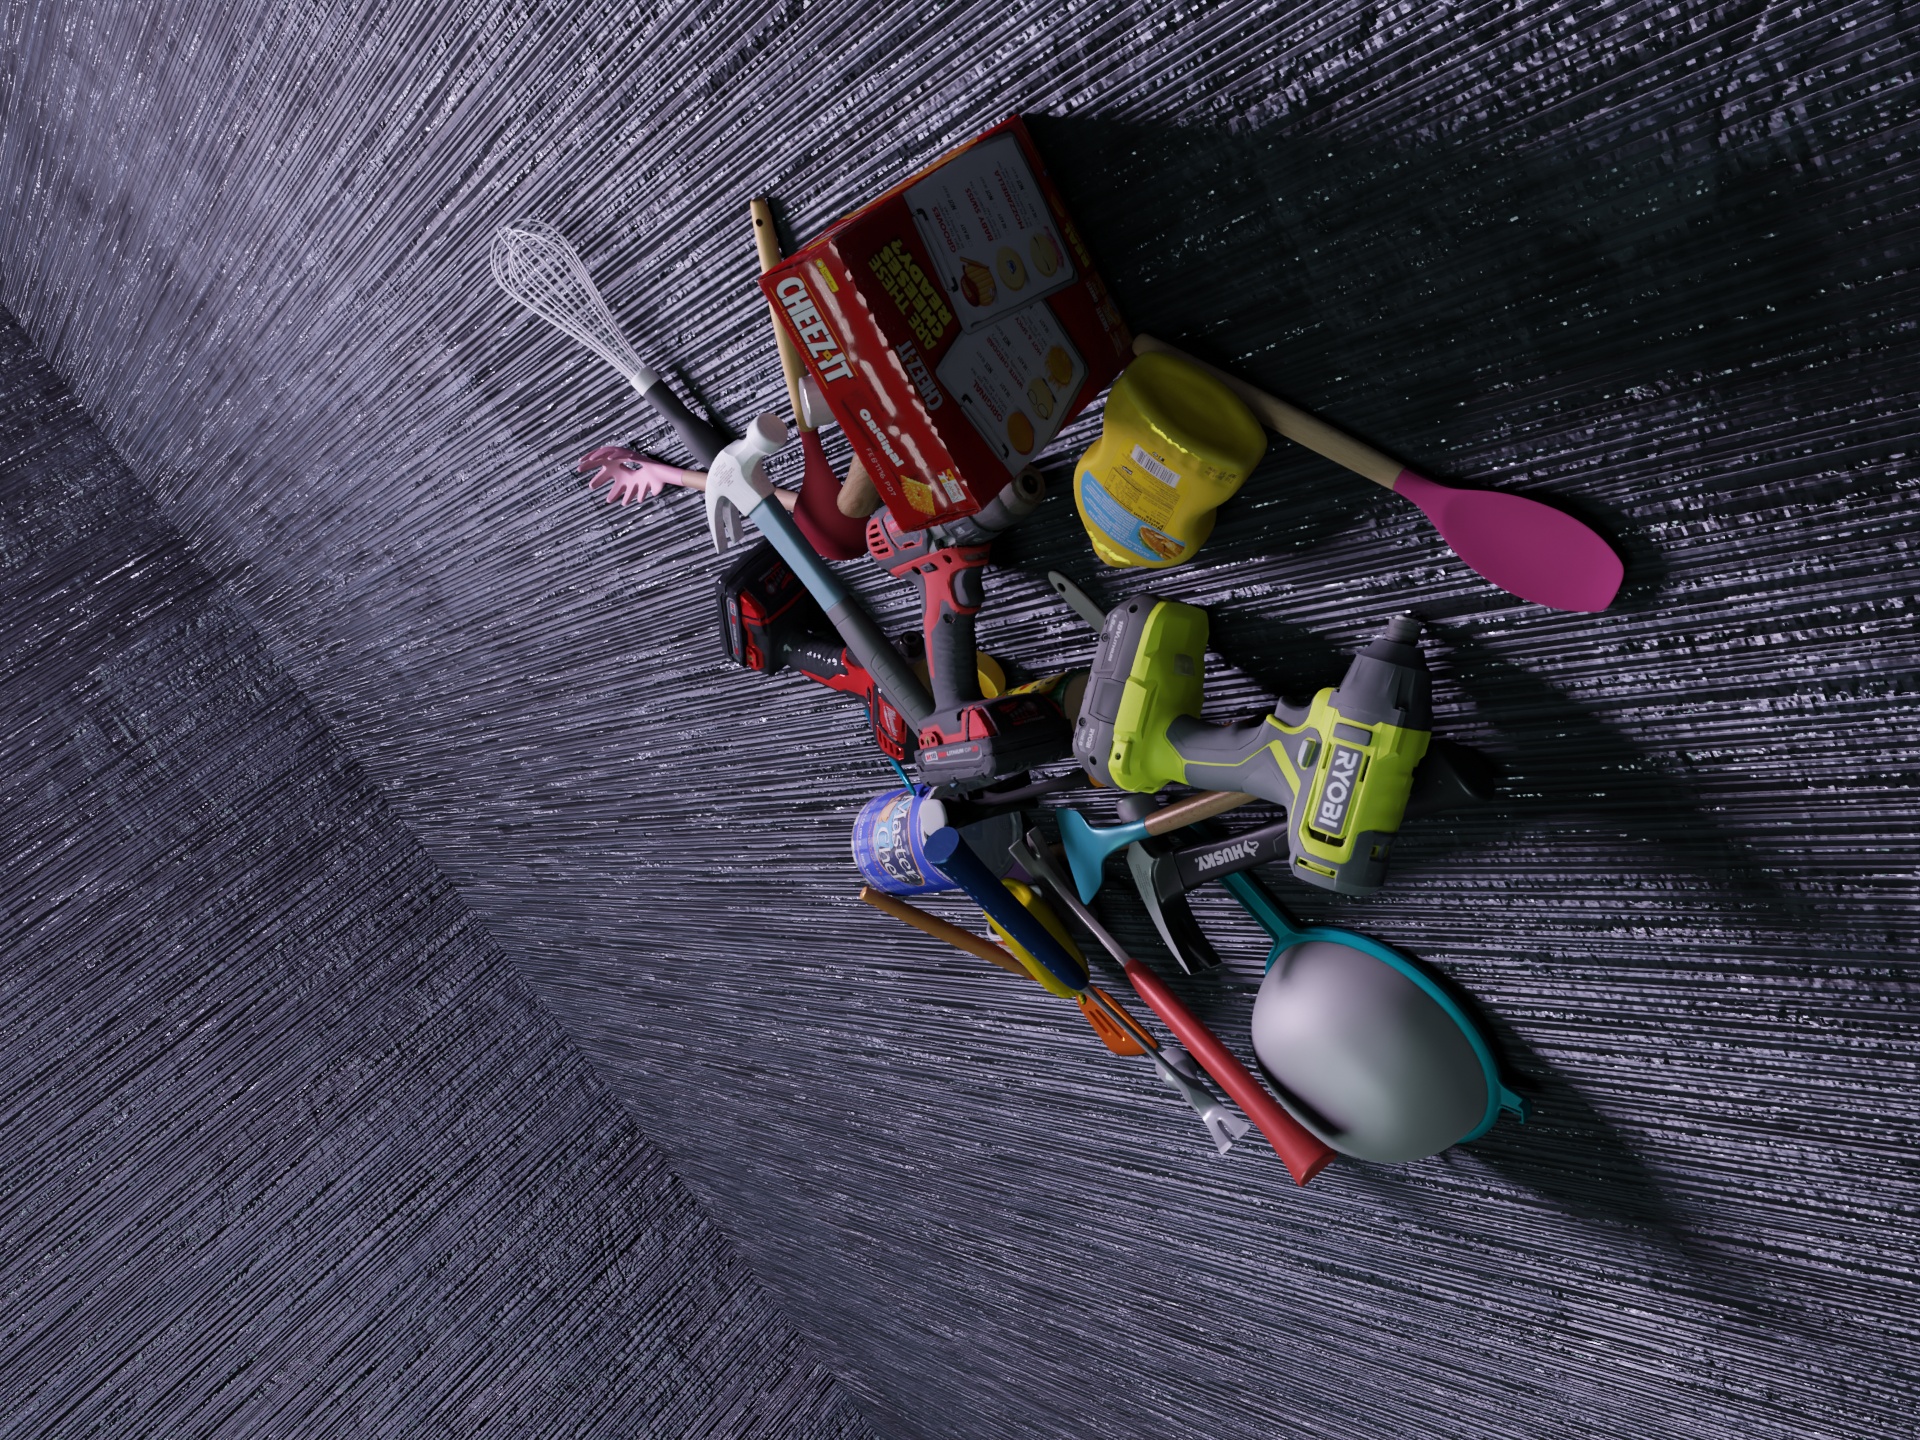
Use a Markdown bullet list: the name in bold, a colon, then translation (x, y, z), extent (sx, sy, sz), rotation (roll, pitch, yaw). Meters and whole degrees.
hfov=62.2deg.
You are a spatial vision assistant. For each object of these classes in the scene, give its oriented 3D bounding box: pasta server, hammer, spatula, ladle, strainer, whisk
- **pasta server**: translation (-0.231, -0.208, 1.422), extent (0.316, 0.040, 0.060), rotation (17, 150, 39)
- **hammer**: translation (0.167, 0.229, 1.282), extent (0.359, 0.037, 0.149), rotation (46, 174, 41)
- **spatula**: translation (0.044, 0.238, 1.516), extent (0.322, 0.041, 0.081), rotation (27, 154, -16)
- **spatula**: translation (0.089, 0.114, 1.404), extent (0.059, 0.018, 0.316), rotation (49, 151, -13)
- **hammer**: translation (0.121, 0.038, 1.214), extent (0.337, 0.127, 0.034), rotation (-17, 87, 46)
- **ladle**: translation (-0.122, -0.252, 1.238), extent (0.069, 0.031, 0.315), rotation (1, 129, 16)
- **hammer**: translation (-0.091, -0.085, 1.292), extent (0.331, 0.033, 0.128), rotation (53, 137, -5)
- **strainer**: translation (0.259, 0.221, 1.231), extent (0.340, 0.095, 0.211), rotation (48, 150, 3)
- **spatula**: translation (0.166, 0.067, 1.172), extent (0.317, 0.044, 0.082), rotation (-27, 75, 48)
- **hammer**: translation (-0.054, -0.191, 1.111), extent (0.331, 0.130, 0.031), rotation (149, 108, -80)
- **whisk**: translation (-0.292, -0.316, 1.364), extent (0.284, 0.070, 0.070), rotation (47, 150, -8)
- **hammer**: translation (0.238, 0.085, 1.126), extent (0.335, 0.035, 0.146), rotation (-28, 77, 53)
- **hammer**: translation (0.109, 0.227, 1.341), extent (0.405, 0.035, 0.144), rotation (46, 180, -29)

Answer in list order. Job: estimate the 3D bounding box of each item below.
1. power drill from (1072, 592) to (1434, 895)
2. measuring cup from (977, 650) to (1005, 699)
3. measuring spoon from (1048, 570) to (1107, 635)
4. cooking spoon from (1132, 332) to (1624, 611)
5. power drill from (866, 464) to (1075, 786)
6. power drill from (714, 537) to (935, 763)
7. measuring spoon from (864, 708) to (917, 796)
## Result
- **power drill**: translation (0.193, -0.002, 1.035), extent (0.223, 0.080, 0.171), rotation (20, 99, 40)
- **measuring cup**: translation (-0.002, -0.004, 1.352), extent (0.062, 0.029, 0.156), rotation (27, 141, 4)
- **measuring spoon**: translation (0.105, -0.062, 1.180), extent (0.124, 0.018, 0.034), rotation (47, 150, 3)
- **cooking spoon**: translation (0.231, -0.152, 0.917), extent (0.319, 0.017, 0.068), rotation (33, 149, 22)
- **power drill**: translation (0.015, -0.074, 1.170), extent (0.188, 0.080, 0.227), rotation (-13, 90, 56)
- **power drill**: translation (-0.108, -0.064, 1.397), extent (0.220, 0.078, 0.143), rotation (32, 147, 20)
- **measuring spoon**: translation (-0.056, 0.028, 1.442), extent (0.129, 0.021, 0.042), rotation (55, 170, 50)
